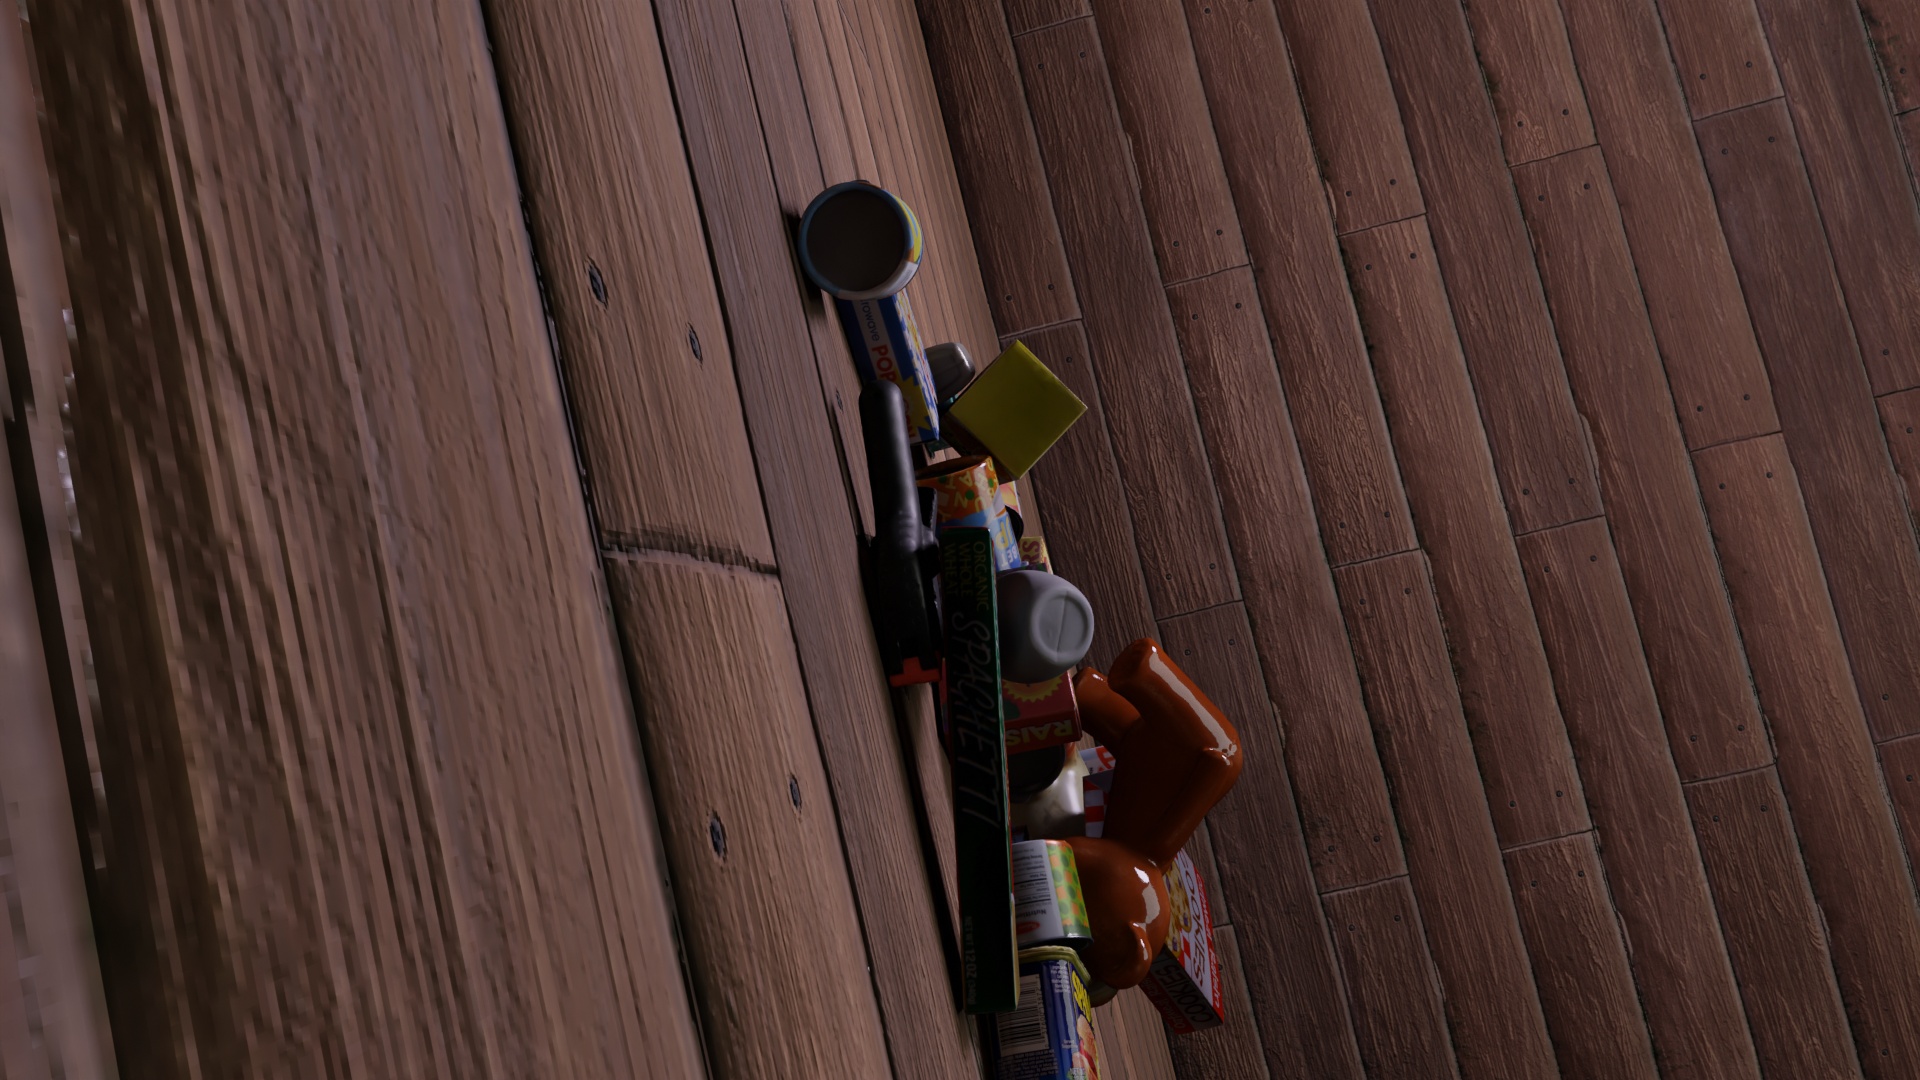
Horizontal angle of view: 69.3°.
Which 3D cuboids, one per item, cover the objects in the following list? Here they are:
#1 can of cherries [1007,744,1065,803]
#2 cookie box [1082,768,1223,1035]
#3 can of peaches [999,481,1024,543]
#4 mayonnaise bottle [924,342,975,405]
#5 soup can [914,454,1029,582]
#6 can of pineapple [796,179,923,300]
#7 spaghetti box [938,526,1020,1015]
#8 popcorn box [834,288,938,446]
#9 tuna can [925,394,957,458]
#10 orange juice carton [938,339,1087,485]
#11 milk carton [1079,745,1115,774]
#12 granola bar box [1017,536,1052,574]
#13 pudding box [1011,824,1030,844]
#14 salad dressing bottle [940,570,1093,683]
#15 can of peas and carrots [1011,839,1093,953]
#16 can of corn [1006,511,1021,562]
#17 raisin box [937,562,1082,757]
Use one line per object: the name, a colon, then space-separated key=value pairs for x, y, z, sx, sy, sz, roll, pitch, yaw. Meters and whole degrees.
can of cherries: x=0.039 y=0.142 z=0.991 sx=0.058 sy=0.071 sz=0.071 roll=-91 pitch=166 yaw=-71
cookie box: x=0.140 y=0.261 z=1.002 sx=0.167 sy=0.040 sz=0.123 roll=56 pitch=23 yaw=-37
can of peaches: x=0.014 y=-0.028 z=1.147 sx=0.058 sy=0.071 sz=0.071 roll=-98 pitch=172 yaw=-45
mayonnaise bottle: x=-0.022 y=-0.127 z=1.064 sx=0.041 sy=0.065 sz=0.148 roll=63 pitch=3 yaw=-8
soup can: x=0.003 y=-0.012 z=0.970 sx=0.071 sy=0.071 sz=0.083 roll=-80 pitch=155 yaw=-76
can of pineapple: x=-0.058 y=-0.172 z=0.796 sx=0.058 sy=0.071 sz=0.071 roll=-69 pitch=144 yaw=-80
spaghetti box: x=0.010 y=0.117 z=0.733 sx=0.050 sy=0.029 sz=0.250 roll=64 pitch=22 yaw=-81
popcorn box: x=-0.049 y=-0.135 z=0.923 sx=0.085 sy=0.038 sz=0.126 roll=-96 pitch=170 yaw=-61
tuna can: x=-0.017 y=-0.108 z=1.186 sx=0.071 sy=0.033 sz=0.071 roll=-17 pitch=93 yaw=-84
orange juice carton: x=0.030 y=-0.092 z=1.061 sx=0.072 sy=0.073 sz=0.192 roll=44 pitch=-4 yaw=-4
milk carton: x=0.152 y=0.221 z=1.248 sx=0.072 sy=0.190 sz=0.073 roll=61 pitch=17 yaw=-70
granola bar box: x=0.057 y=0.094 z=1.213 sx=0.124 sy=0.039 sz=0.166 roll=66 pitch=25 yaw=-68
pudding box: x=0.033 y=0.222 z=0.906 sx=0.084 sy=0.030 sz=0.049 roll=-45 pitch=122 yaw=-83
salad dressing bottle: x=0.022 y=0.051 z=0.818 sx=0.147 sy=0.044 sz=0.064 roll=-8 pitch=-109 yaw=63
can of peas and carrots: x=0.040 y=0.213 z=0.811 sx=0.070 sy=0.071 sz=0.059 roll=66 pitch=11 yaw=-62
can of corn: x=0.015 y=0.015 z=1.083 sx=0.071 sy=0.058 sz=0.071 roll=-17 pitch=93 yaw=-84
raisin box: x=0.026 y=0.079 z=0.902 sx=0.040 sy=0.086 sz=0.124 roll=77 pitch=3 yaw=-47
